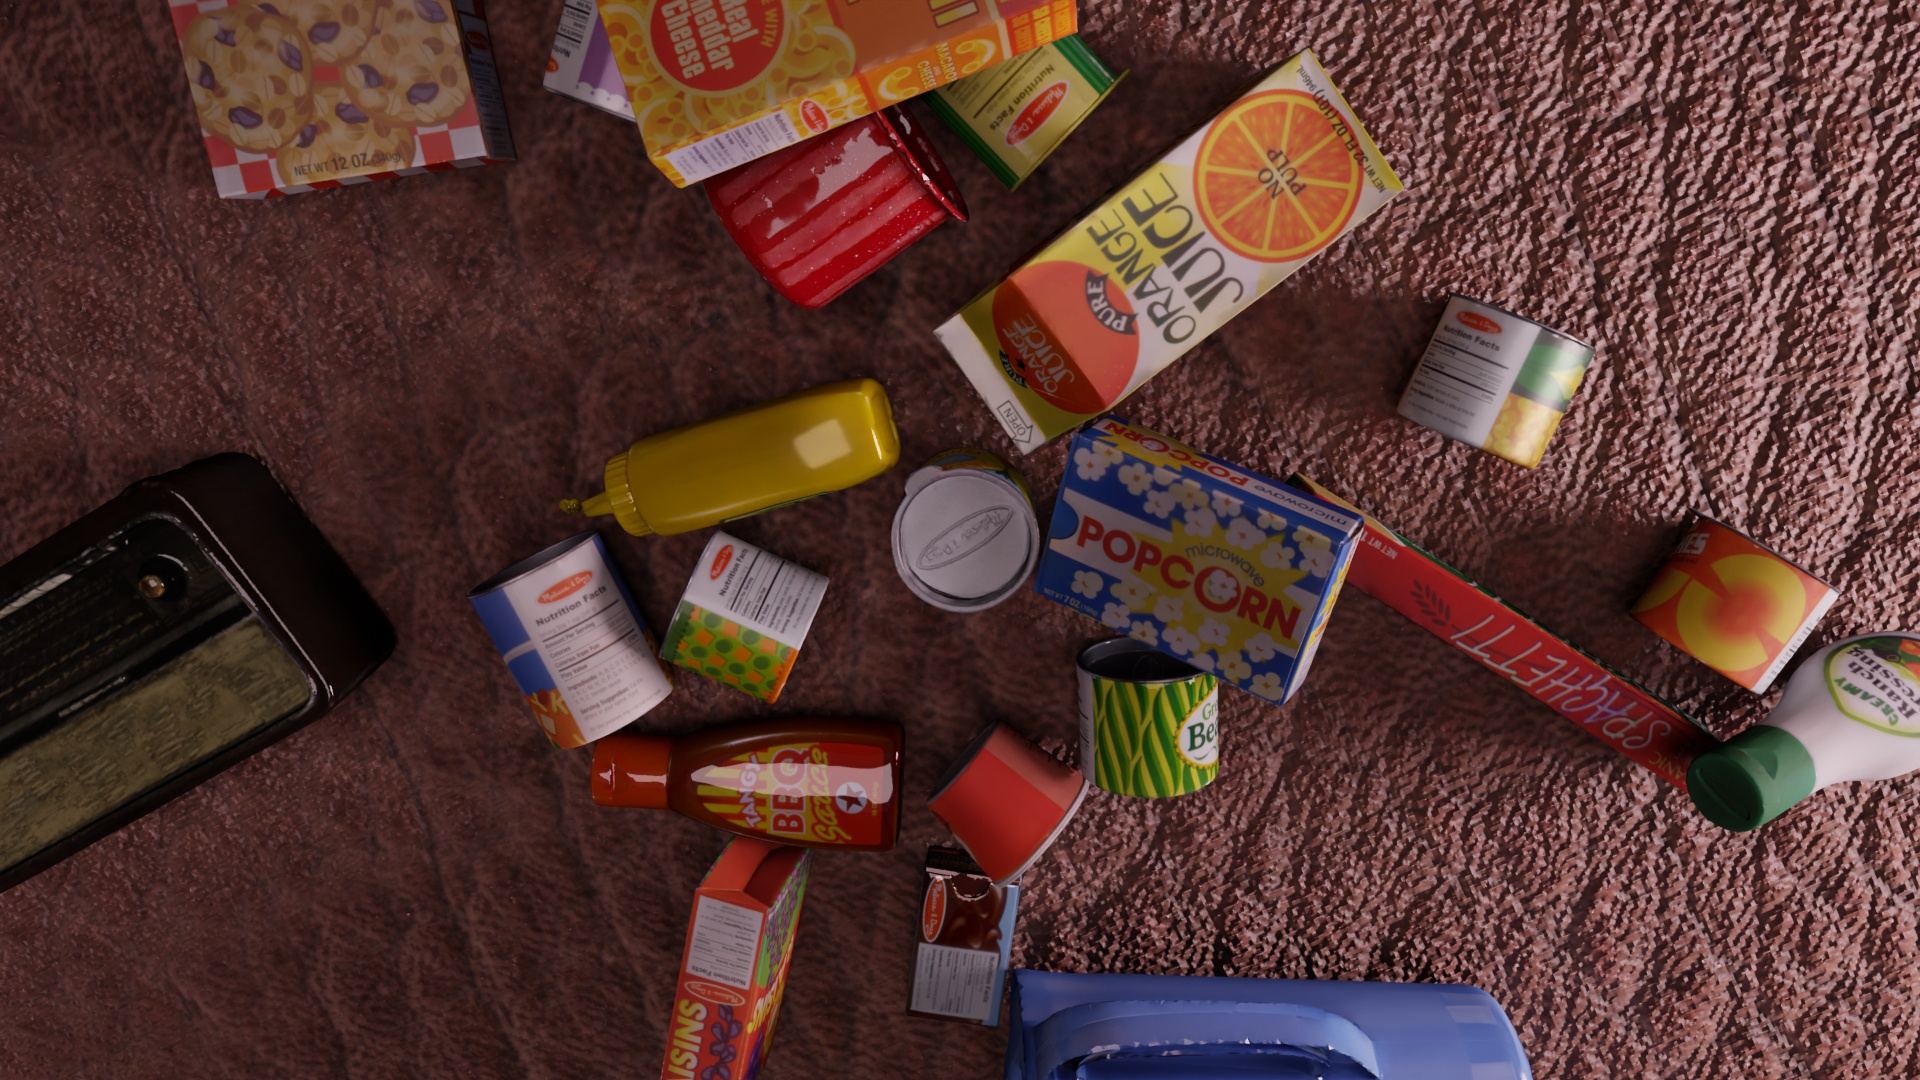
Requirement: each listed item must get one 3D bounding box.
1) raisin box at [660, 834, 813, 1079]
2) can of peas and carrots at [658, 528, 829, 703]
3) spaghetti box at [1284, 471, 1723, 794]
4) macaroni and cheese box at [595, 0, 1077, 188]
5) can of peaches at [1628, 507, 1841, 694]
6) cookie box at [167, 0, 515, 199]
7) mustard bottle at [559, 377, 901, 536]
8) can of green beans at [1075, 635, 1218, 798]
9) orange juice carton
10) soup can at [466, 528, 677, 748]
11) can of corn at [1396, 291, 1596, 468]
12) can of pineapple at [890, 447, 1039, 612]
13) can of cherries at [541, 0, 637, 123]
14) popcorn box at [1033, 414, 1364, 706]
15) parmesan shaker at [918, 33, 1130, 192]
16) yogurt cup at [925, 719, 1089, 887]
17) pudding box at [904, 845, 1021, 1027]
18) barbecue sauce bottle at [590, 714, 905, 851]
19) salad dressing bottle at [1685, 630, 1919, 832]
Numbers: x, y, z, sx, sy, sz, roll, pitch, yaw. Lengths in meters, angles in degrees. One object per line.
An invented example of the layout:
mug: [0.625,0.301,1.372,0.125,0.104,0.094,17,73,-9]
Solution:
raisin box: [-0.108,0.211,0.679,0.040,0.086,0.123,14,103,5]
can of peas and carrots: [-0.101,0.037,0.651,0.059,0.071,0.070,24,103,-5]
spaghetti box: [0.255,0.047,0.649,0.250,0.050,0.028,31,104,-6]
macaroni and cheese box: [-0.054,-0.222,0.524,0.166,0.040,0.124,-20,84,5]
can of peaches: [0.350,0.028,0.635,0.071,0.071,0.058,29,103,-5]
cookie box: [-0.276,-0.241,0.602,0.123,0.040,0.167,-8,103,4]
mustard bottle: [-0.109,-0.033,0.637,0.160,0.065,0.048,-15,97,11]
can of green beans: [0.088,0.082,0.654,0.071,0.071,0.057,-3,104,2]
orange juice carton: [0.084,-0.121,0.603,0.192,0.073,0.071,-36,100,10]
soup can: [-0.183,0.046,0.656,0.071,0.071,0.083,-24,102,7]
can of corn: [0.237,-0.070,0.616,0.071,0.071,0.058,21,104,-3]
can of pineapple: [0.002,-0.008,0.640,0.071,0.058,0.070,0,103,1]
can of cherries: [-0.136,-0.209,0.594,0.071,0.071,0.058,19,102,-3]
popcorn box: [0.104,0.007,0.617,0.127,0.038,0.084,25,121,20]
parmesan shaker: [0.011,-0.210,0.588,0.071,0.071,0.103,-44,98,11]
yogurt cup: [0.020,0.124,0.668,0.054,0.072,0.072,41,101,0]
pudding box: [0.002,0.200,0.703,0.050,0.030,0.083,8,103,1]
barbecue sauce bottle: [-0.103,0.116,0.679,0.149,0.044,0.064,3,100,1]
salad dressing bottle: [0.389,0.086,0.624,0.148,0.064,0.043,-20,143,-24]
